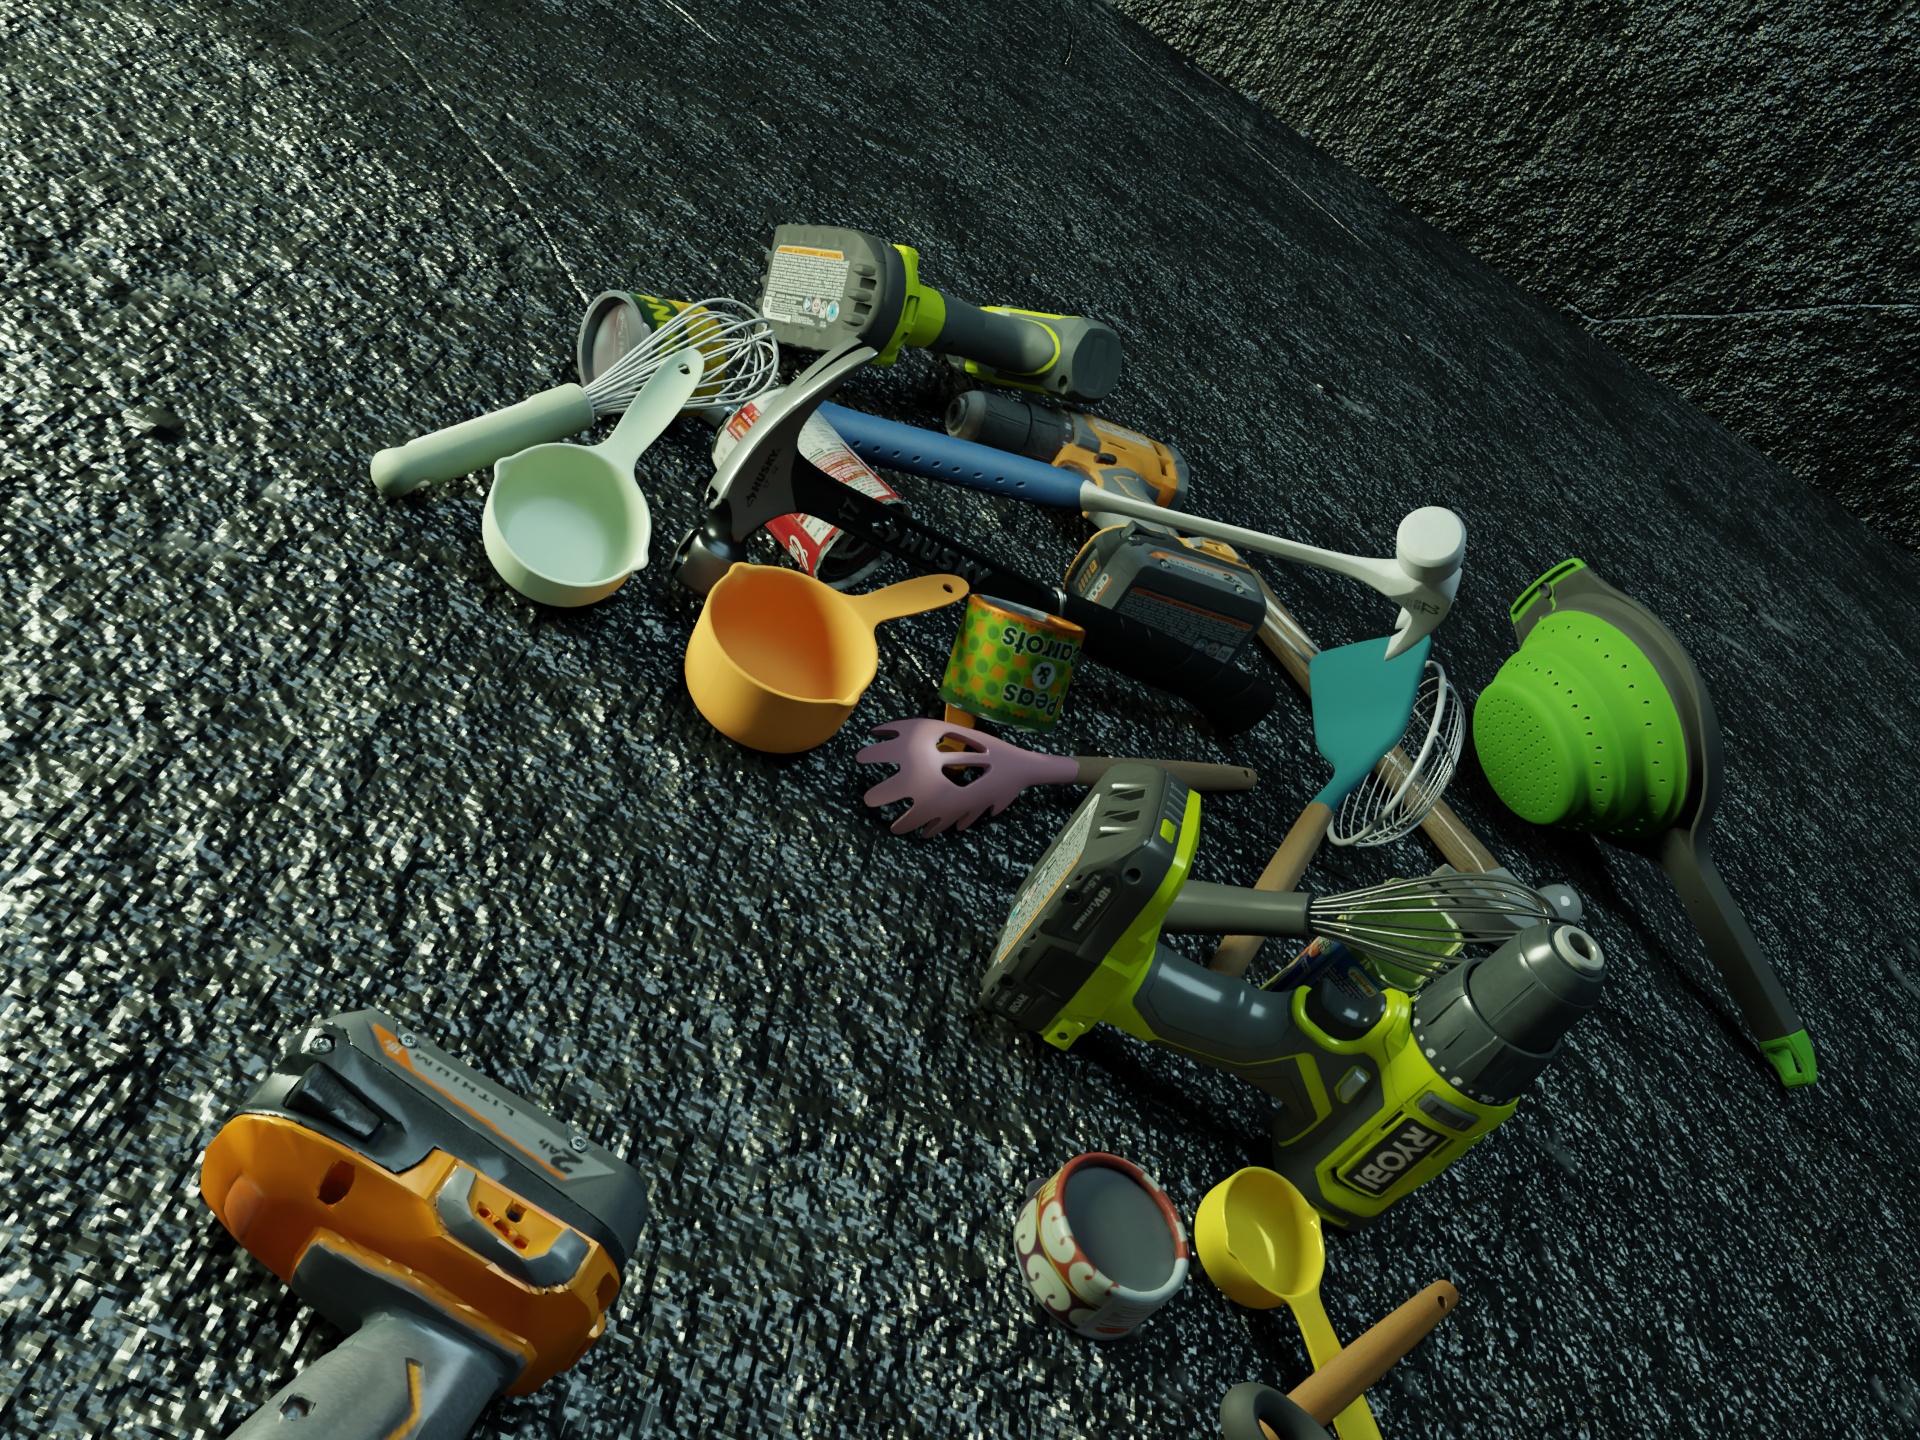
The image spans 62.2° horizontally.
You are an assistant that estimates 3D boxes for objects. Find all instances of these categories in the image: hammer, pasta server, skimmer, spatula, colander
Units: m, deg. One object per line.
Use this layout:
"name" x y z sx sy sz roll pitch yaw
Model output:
"hammer" 0.083 -0.123 0.918 0.405 0.035 0.144 18 -15 19
"pasta server" 0.070 0.030 0.876 0.316 0.040 0.060 4 69 -48
"skimmer" 0.205 -0.059 1.065 0.090 0.127 0.364 6 35 -39
"hammer" 0.285 0.019 1.095 0.130 0.031 0.332 -4 51 -46
"spatula" 0.184 0.058 0.880 0.317 0.082 0.044 -49 118 -41
"spatula" 0.105 0.276 0.584 0.322 0.041 0.081 -14 69 -43
"hammer" 0.042 -0.073 0.903 0.408 0.149 0.036 22 15 -37
"colander" 0.471 0.084 1.130 0.094 0.204 0.397 -19 75 -14

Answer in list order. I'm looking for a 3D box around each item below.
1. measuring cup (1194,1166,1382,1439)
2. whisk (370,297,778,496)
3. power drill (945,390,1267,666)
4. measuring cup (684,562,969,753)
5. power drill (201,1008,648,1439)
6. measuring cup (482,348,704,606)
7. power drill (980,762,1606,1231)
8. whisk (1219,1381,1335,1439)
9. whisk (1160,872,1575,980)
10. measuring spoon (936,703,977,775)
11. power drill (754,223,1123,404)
"measuring cup" 0.144 0.268 0.670 0.062 0.029 0.157 -1 61 -41
"whisk" -0.190 -0.165 0.817 0.246 0.058 0.059 -31 98 -37
"power drill" 0.091 -0.138 1.065 0.185 0.084 0.226 15 35 -27
"measuring cup" -0.063 -0.037 0.803 0.173 0.052 0.095 -22 65 -46
"power drill" -0.193 0.184 0.401 0.164 0.084 0.227 33 37 -6
"measuring cup" -0.173 -0.124 0.786 0.083 0.038 0.168 35 54 -11
"power drill" 0.143 0.117 0.701 0.228 0.190 0.080 29 37 -4
"whisk" 0.201 0.346 0.562 0.296 0.073 0.073 45 33 3
"whisk" 0.167 0.094 0.764 0.239 0.055 0.055 1 21 26
"measuring spoon" -0.001 -0.003 0.875 0.021 0.011 0.117 29 30 -10
"power drill" -0.022 -0.272 1.095 0.223 0.080 0.171 5 13 -41
